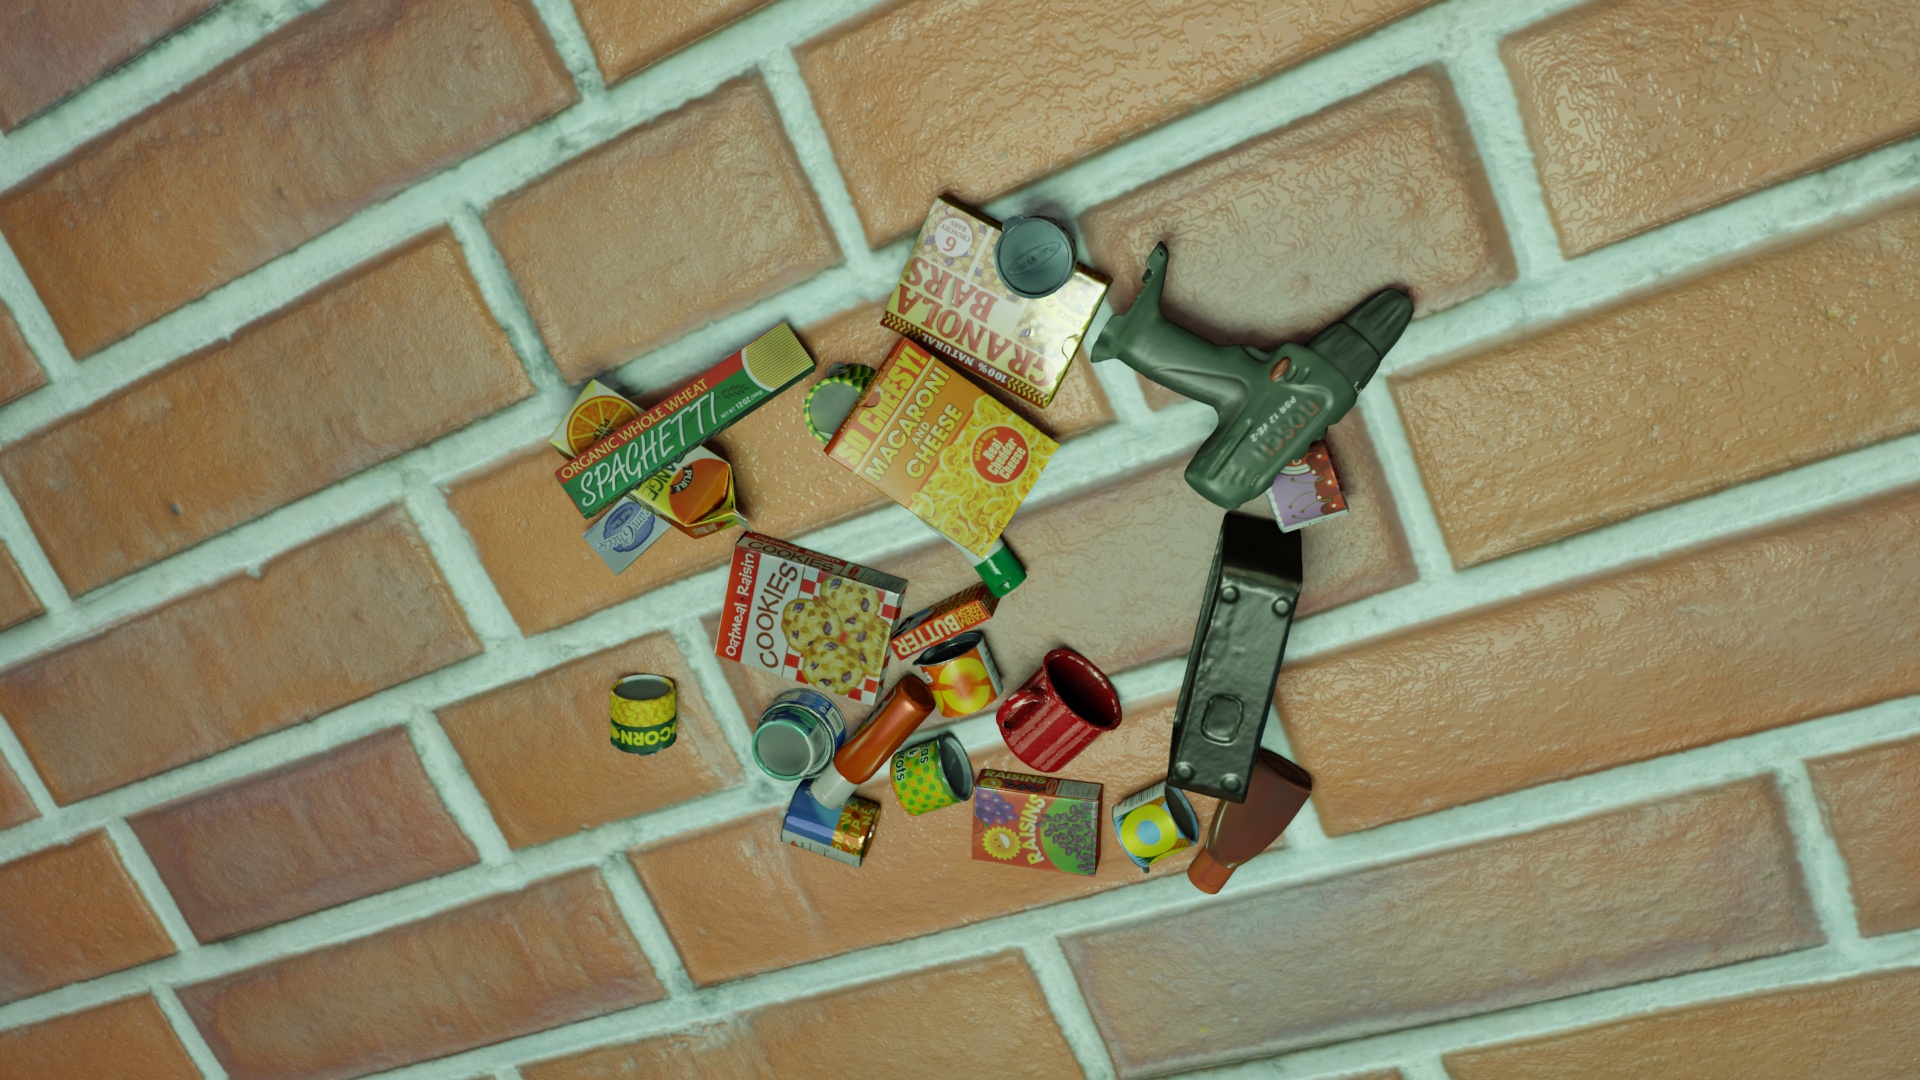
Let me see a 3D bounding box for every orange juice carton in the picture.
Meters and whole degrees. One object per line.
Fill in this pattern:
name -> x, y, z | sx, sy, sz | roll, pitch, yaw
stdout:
orange juice carton -> -0.277, -0.063, 1.294 | 0.193, 0.071, 0.073 | 32, 79, 2

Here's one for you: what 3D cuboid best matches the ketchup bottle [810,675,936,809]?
ketchup bottle -> -0.086, 0.198, 1.344 | 0.043, 0.065, 0.148 | 41, 104, 2

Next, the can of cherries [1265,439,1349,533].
can of cherries -> 0.290, -0.048, 1.174 | 0.058, 0.072, 0.071 | -18, 103, 19

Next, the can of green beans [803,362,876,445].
can of green beans -> -0.102, -0.121, 1.251 | 0.071, 0.058, 0.071 | 4, 109, 13

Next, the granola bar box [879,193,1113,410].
granola bar box -> 0.030, -0.206, 1.200 | 0.165, 0.039, 0.123 | 28, 113, 3

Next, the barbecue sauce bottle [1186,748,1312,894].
barbecue sauce bottle -> 0.265, 0.268, 1.302 | 0.065, 0.044, 0.148 | 30, 114, 3

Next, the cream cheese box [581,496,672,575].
cream cheese box -> -0.319, -0.017, 1.360 | 0.103, 0.024, 0.053 | -39, 96, 22

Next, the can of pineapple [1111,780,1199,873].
can of pineapple -> 0.185, 0.269, 1.309 | 0.057, 0.071, 0.071 | -31, 99, 21

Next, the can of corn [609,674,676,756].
can of corn -> -0.320, 0.176, 1.402 | 0.071, 0.071, 0.058 | 8, 110, 12

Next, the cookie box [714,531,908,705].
cookie box -> -0.146, 0.074, 1.341 | 0.167, 0.040, 0.122 | 17, 112, 7

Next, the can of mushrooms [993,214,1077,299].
can of mushrooms -> 0.061, -0.236, 1.143 | 0.071, 0.033, 0.070 | 3, 107, 12

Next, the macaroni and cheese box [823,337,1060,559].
macaroni and cheese box -> -0.016, -0.081, 1.211 | 0.166, 0.040, 0.123 | 34, 89, -14

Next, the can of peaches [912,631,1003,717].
can of peaches -> -0.002, 0.127, 1.307 | 0.071, 0.071, 0.058 | -18, 104, 19

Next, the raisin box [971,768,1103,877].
raisin box -> 0.075, 0.275, 1.354 | 0.123, 0.040, 0.085 | 6, 111, 13

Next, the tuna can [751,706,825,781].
tuna can -> -0.171, 0.198, 1.354 | 0.071, 0.033, 0.070 | 4, 109, 12

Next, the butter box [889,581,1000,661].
butter box -> -0.014, 0.074, 1.300 | 0.103, 0.053, 0.024 | -26, 103, 21

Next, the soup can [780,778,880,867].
soup can -> -0.129, 0.282, 1.395 | 0.084, 0.071, 0.071 | 18, 112, 7

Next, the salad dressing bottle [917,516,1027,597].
salad dressing bottle -> 0.005, -0.016, 1.269 | 0.064, 0.044, 0.147 | -35, 98, 17

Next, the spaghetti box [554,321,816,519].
spaghetti box -> -0.246, -0.107, 1.246 | 0.250, 0.028, 0.050 | -34, 87, -6

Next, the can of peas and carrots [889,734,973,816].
can of peas and carrots -> -0.029, 0.227, 1.348 | 0.058, 0.071, 0.071 | -22, 102, 21
